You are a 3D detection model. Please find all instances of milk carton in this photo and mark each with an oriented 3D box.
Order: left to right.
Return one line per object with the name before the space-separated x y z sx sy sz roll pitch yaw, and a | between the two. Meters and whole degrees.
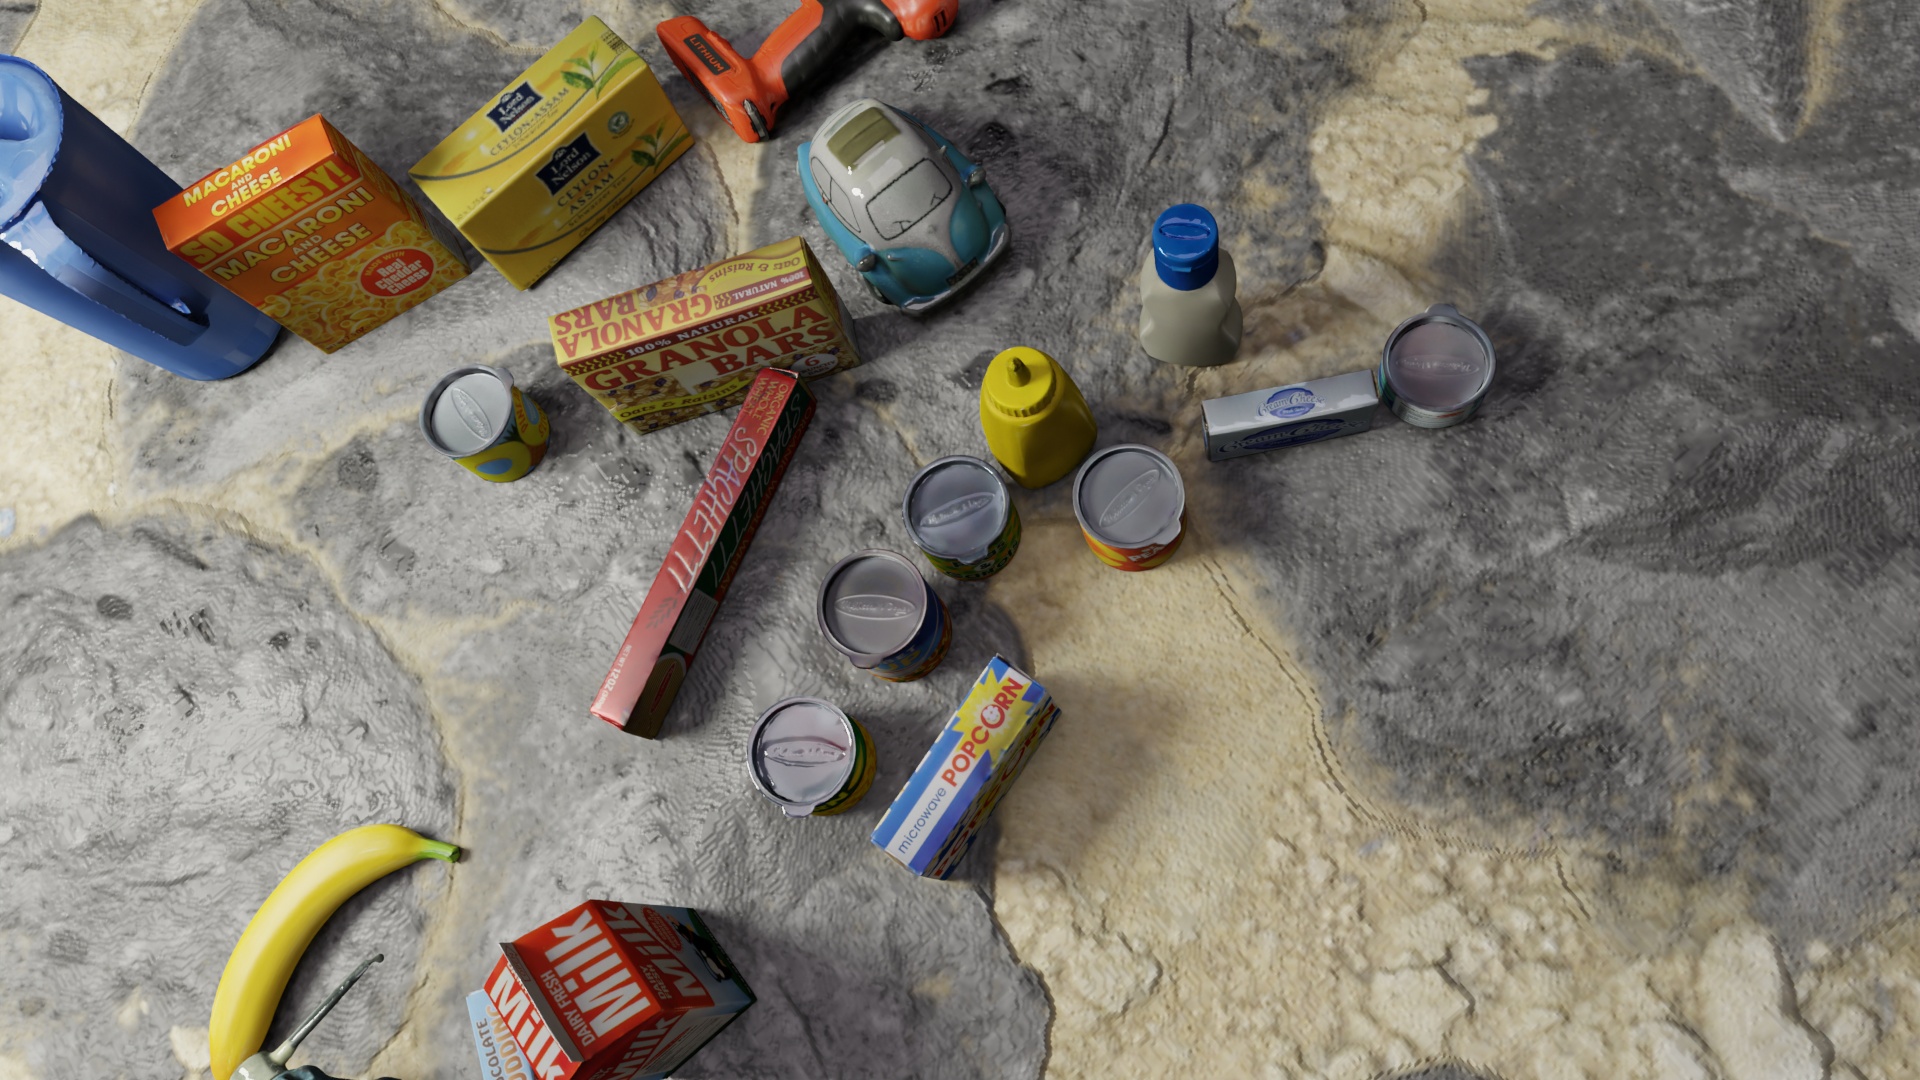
milk carton | -0.186 0.245 0.748 0.073 0.190 0.072 -40 71 -3

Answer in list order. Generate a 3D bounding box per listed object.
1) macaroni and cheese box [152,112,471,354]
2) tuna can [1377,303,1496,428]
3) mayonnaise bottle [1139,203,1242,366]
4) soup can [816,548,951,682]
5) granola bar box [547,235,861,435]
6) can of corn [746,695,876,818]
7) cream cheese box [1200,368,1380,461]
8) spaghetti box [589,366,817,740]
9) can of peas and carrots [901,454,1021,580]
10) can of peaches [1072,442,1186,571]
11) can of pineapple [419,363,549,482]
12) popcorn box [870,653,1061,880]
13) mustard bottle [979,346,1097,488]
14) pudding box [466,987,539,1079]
macaroni and cheese box | -0.432 -0.202 0.939 0.124 0.166 0.040 -30 71 1
tuna can | 0.291 -0.106 0.850 0.071 0.032 0.071 -3 73 10
mayonnaise bottle | 0.137 -0.150 0.830 0.065 0.147 0.041 6 75 12
soup can | -0.045 0.050 0.838 0.071 0.083 0.071 -3 73 10
granola bar box | -0.158 -0.127 0.890 0.165 0.124 0.039 -17 72 5
can of corn | -0.088 0.133 0.834 0.071 0.058 0.071 -3 73 10
cream cheese box | 0.199 -0.075 0.847 0.104 0.053 0.024 -10 73 7
spaghetti box | -0.160 0.006 0.889 0.029 0.050 0.250 21 78 16
can of peas and carrots | 0.003 -0.011 0.860 0.071 0.058 0.071 -3 73 10
can of peaches | 0.105 -0.017 0.844 0.071 0.058 0.071 -3 73 10
can of pineapple | -0.319 -0.079 0.939 0.071 0.057 0.071 -3 73 10
popcorn box | 0.005 0.134 0.803 0.038 0.085 0.127 33 82 17
mustard bottle | 0.042 -0.079 0.820 0.065 0.160 0.049 -37 71 -2
pudding box | -0.259 0.302 0.819 0.030 0.049 0.084 -21 71 4
